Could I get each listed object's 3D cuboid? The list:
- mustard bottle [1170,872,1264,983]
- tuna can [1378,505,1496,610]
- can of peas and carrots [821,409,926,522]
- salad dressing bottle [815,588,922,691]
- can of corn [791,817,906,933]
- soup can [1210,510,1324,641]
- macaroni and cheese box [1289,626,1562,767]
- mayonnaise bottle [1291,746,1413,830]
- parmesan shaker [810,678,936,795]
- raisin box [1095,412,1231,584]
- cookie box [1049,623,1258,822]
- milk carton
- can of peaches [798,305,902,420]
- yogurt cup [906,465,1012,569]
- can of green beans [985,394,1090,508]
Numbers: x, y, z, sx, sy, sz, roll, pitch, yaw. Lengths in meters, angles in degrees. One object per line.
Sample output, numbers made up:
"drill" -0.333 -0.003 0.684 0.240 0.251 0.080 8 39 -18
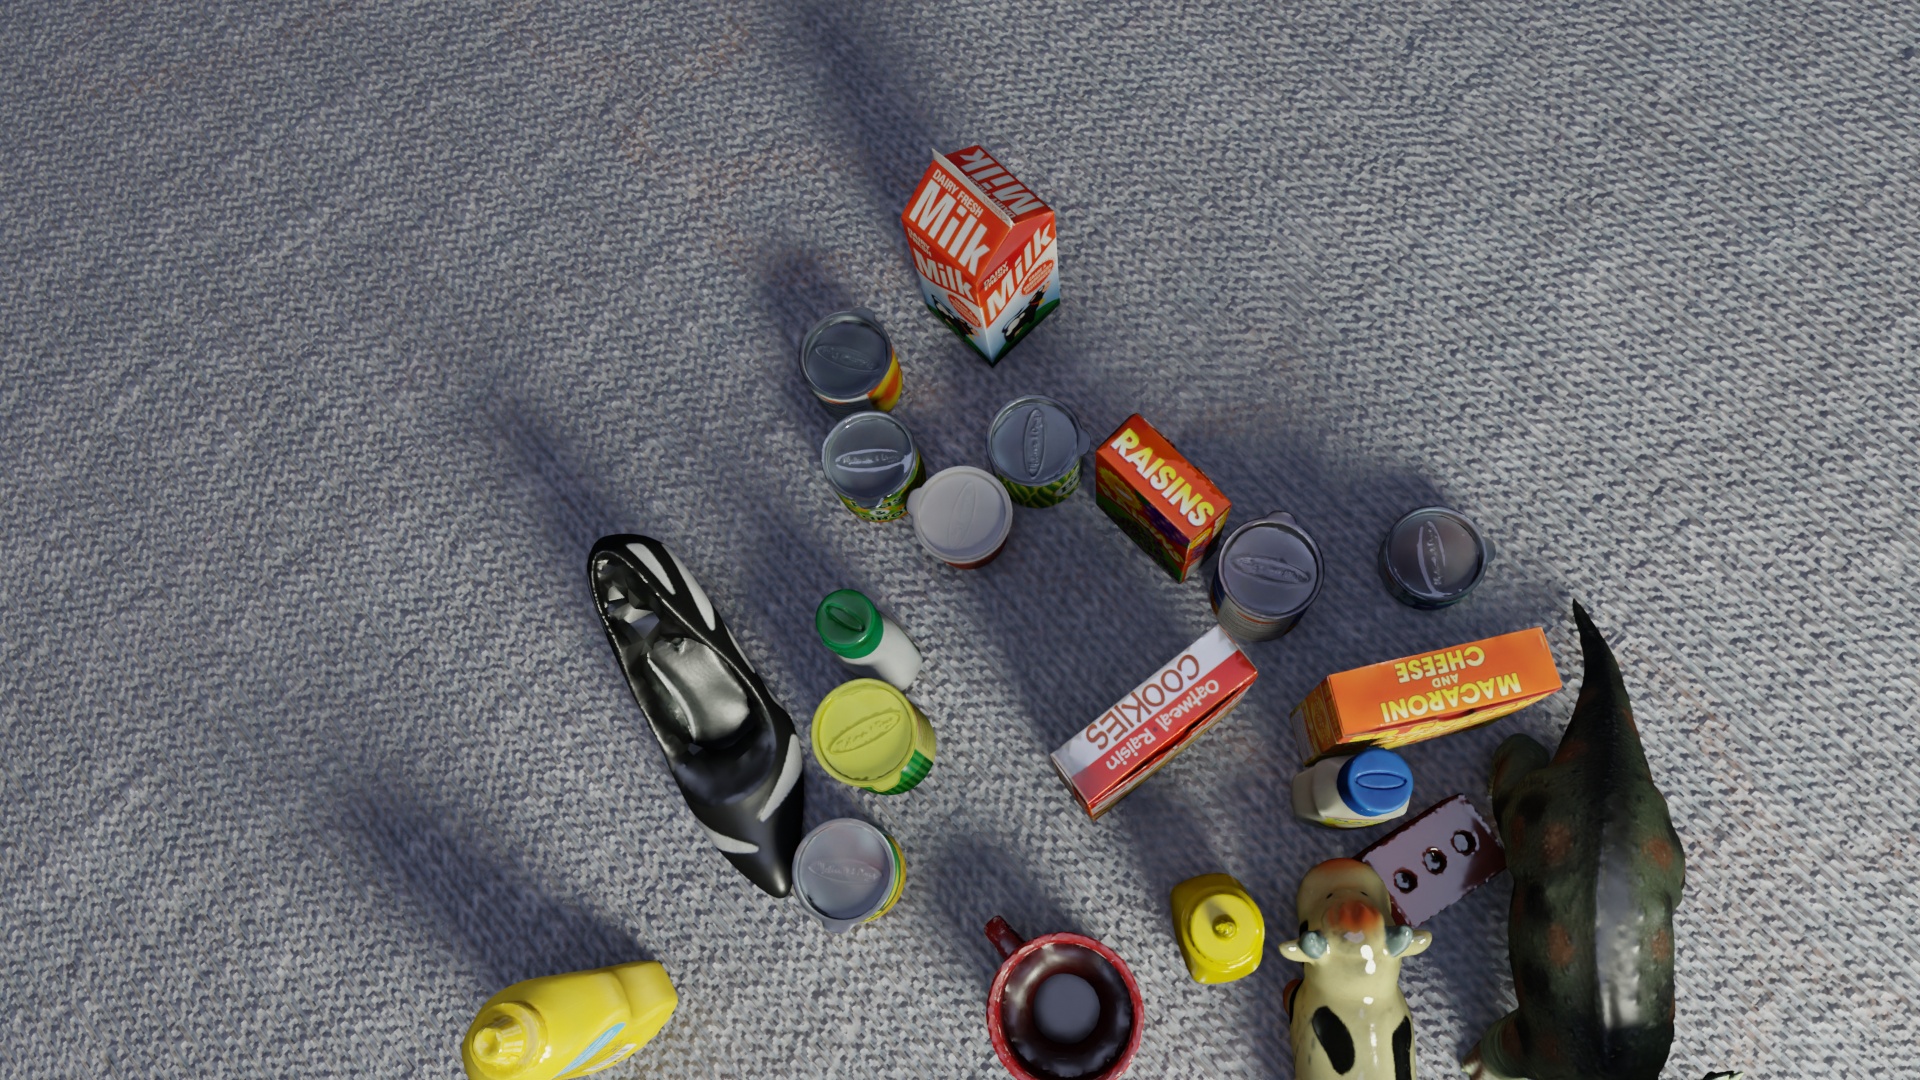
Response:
"mustard bottle" 0.153 0.230 0.821 0.049 0.160 0.065 -14 75 2
"tuna can" 0.317 0.012 0.929 0.071 0.032 0.071 -1 75 6
"can of peas and carrots" -0.059 -0.048 0.970 0.071 0.058 0.071 -1 75 6
"salad dressing bottle" -0.061 0.065 0.894 0.064 0.147 0.044 31 81 13
"can of corn" -0.071 0.217 0.900 0.071 0.058 0.071 -1 75 6
"soup can" 0.200 0.025 0.911 0.071 0.083 0.071 -1 75 6
"macaroni and cheese box" 0.274 0.099 0.840 0.124 0.166 0.040 -13 75 2
"mayonnaise bottle" 0.240 0.151 0.839 0.065 0.147 0.041 0 76 6
"parmesan shaker" -0.053 0.132 0.898 0.071 0.103 0.071 -1 75 6
"raisin box" 0.131 -0.025 0.911 0.040 0.123 0.086 -42 75 -5
"cookie box" 0.117 0.117 0.851 0.123 0.167 0.040 -38 75 -4
"milk carton" 0.016 -0.195 0.934 0.073 0.190 0.072 -44 76 -6
"can of peaches" -0.076 -0.124 0.993 0.071 0.058 0.071 -1 75 6
"yogurt cup" 0.003 -0.012 0.957 0.072 0.054 0.072 -1 75 6
"can of green beans" 0.052 -0.061 0.963 0.071 0.057 0.071 -1 75 6
